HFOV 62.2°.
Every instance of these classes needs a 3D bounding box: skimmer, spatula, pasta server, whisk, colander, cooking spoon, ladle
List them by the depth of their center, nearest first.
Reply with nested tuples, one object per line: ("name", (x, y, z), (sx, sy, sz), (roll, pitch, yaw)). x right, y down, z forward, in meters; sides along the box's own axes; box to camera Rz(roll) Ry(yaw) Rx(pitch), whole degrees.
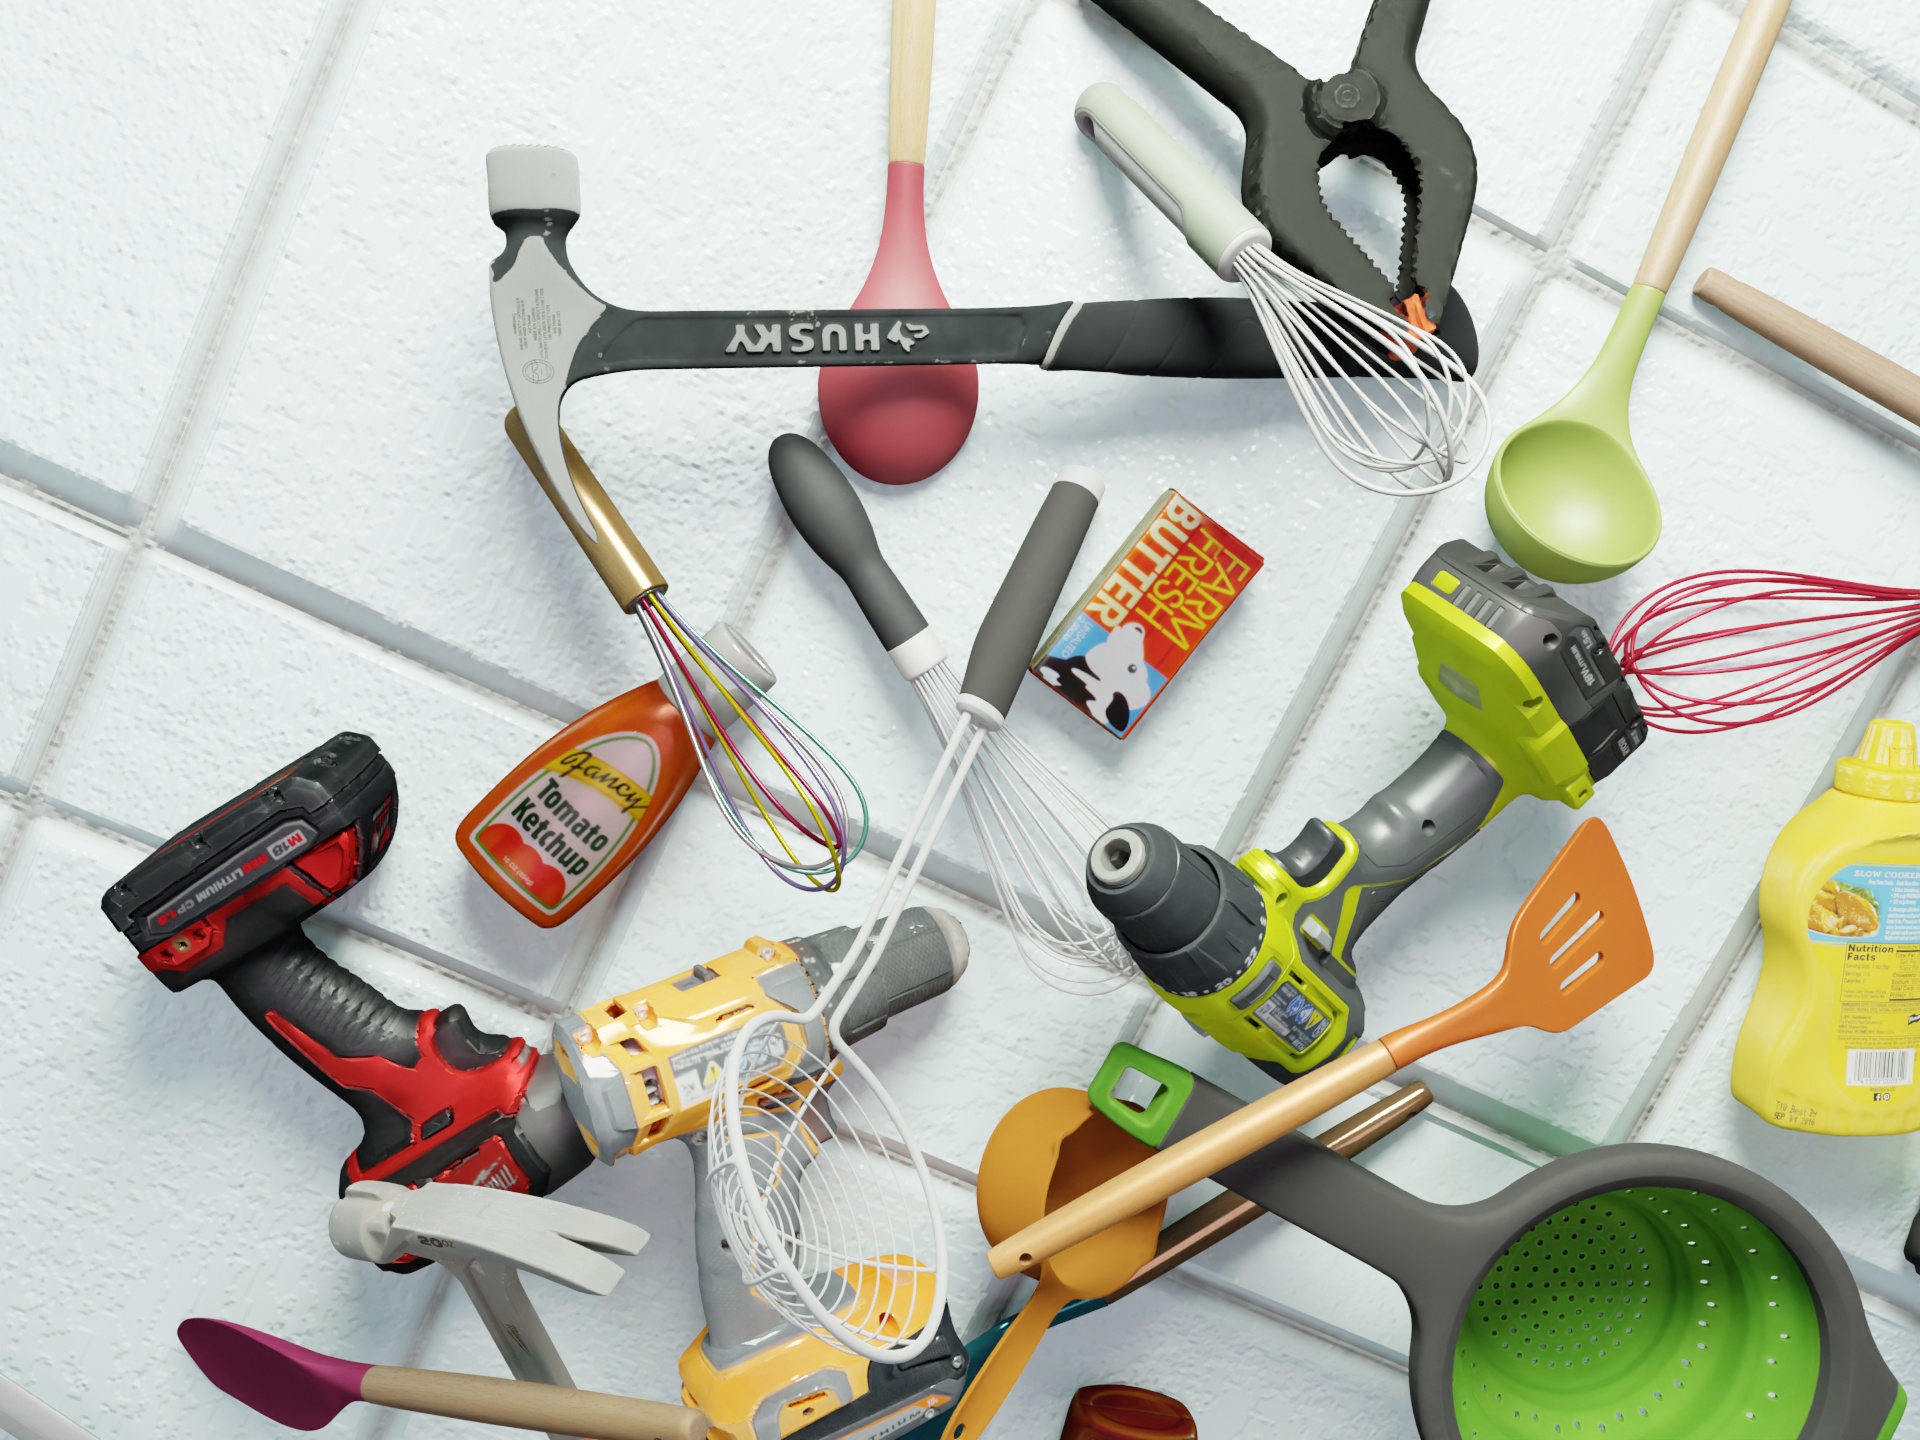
("whisk", (0.113, -0.172, 0.608), (0.059, 0.057, 0.247), (-32, 60, -3))
("skimmer", (0.006, 0.051, 0.610), (0.127, 0.090, 0.363), (44, 62, -41))
("whisk", (-0.114, -0.034, 0.647), (0.051, 0.047, 0.245), (-35, 80, 2))
("ladle", (-0.020, -0.256, 0.657), (0.069, 0.031, 0.315), (2, 99, -8))
("cooking spoon", (-0.227, 0.279, 0.663), (0.319, 0.017, 0.068), (-9, 115, 33))
("spatula", (0.155, 0.149, 0.670), (0.322, 0.041, 0.081), (-27, 104, -3))
("ladle", (0.309, -0.210, 0.676), (0.078, 0.062, 0.320), (21, 96, -2))
("whisk", (-0.002, -0.002, 0.693), (0.070, 0.070, 0.284), (-33, 96, 2))
("pasta server", (0.468, -0.124, 0.700), (0.316, 0.060, 0.040), (29, 107, 0))
("whisk", (0.427, -0.049, 0.718), (0.296, 0.073, 0.073), (-11, 102, -8))
("colander", (0.231, 0.245, 0.740), (0.397, 0.094, 0.204), (30, 94, -5))
("spatula", (0.094, 0.268, 0.756), (0.317, 0.044, 0.082), (-32, 138, -1))

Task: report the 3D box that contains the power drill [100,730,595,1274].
("power drill", (-0.243, 0.123, 0.688), (0.143, 0.079, 0.219), (-31, 105, 3))

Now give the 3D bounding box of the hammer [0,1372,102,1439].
("hammer", (-0.363, 0.369, 0.744), (0.405, 0.035, 0.144), (40, 96, -11))

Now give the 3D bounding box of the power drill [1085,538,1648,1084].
("power drill", (0.166, 0.039, 0.668), (0.228, 0.080, 0.190), (-46, 135, 2))

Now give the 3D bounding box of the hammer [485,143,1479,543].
("hammer", (0.022, -0.152, 0.648), (0.409, 0.036, 0.149), (-3, 99, -12))

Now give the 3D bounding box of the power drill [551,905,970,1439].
("power drill", (-0.062, 0.202, 0.704), (0.185, 0.084, 0.226), (-20, 104, -25))

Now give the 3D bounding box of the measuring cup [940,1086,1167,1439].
("measuring cup", (0.025, 0.241, 0.704), (0.174, 0.052, 0.095), (-52, 125, -27))

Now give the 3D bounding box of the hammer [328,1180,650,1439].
("hammer", (-0.147, 0.343, 0.700), (0.149, 0.037, 0.358), (0, 121, 28))

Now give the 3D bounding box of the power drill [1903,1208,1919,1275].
("power drill", (0.560, 0.182, 0.762), (0.171, 0.080, 0.223), (12, 97, -7))
